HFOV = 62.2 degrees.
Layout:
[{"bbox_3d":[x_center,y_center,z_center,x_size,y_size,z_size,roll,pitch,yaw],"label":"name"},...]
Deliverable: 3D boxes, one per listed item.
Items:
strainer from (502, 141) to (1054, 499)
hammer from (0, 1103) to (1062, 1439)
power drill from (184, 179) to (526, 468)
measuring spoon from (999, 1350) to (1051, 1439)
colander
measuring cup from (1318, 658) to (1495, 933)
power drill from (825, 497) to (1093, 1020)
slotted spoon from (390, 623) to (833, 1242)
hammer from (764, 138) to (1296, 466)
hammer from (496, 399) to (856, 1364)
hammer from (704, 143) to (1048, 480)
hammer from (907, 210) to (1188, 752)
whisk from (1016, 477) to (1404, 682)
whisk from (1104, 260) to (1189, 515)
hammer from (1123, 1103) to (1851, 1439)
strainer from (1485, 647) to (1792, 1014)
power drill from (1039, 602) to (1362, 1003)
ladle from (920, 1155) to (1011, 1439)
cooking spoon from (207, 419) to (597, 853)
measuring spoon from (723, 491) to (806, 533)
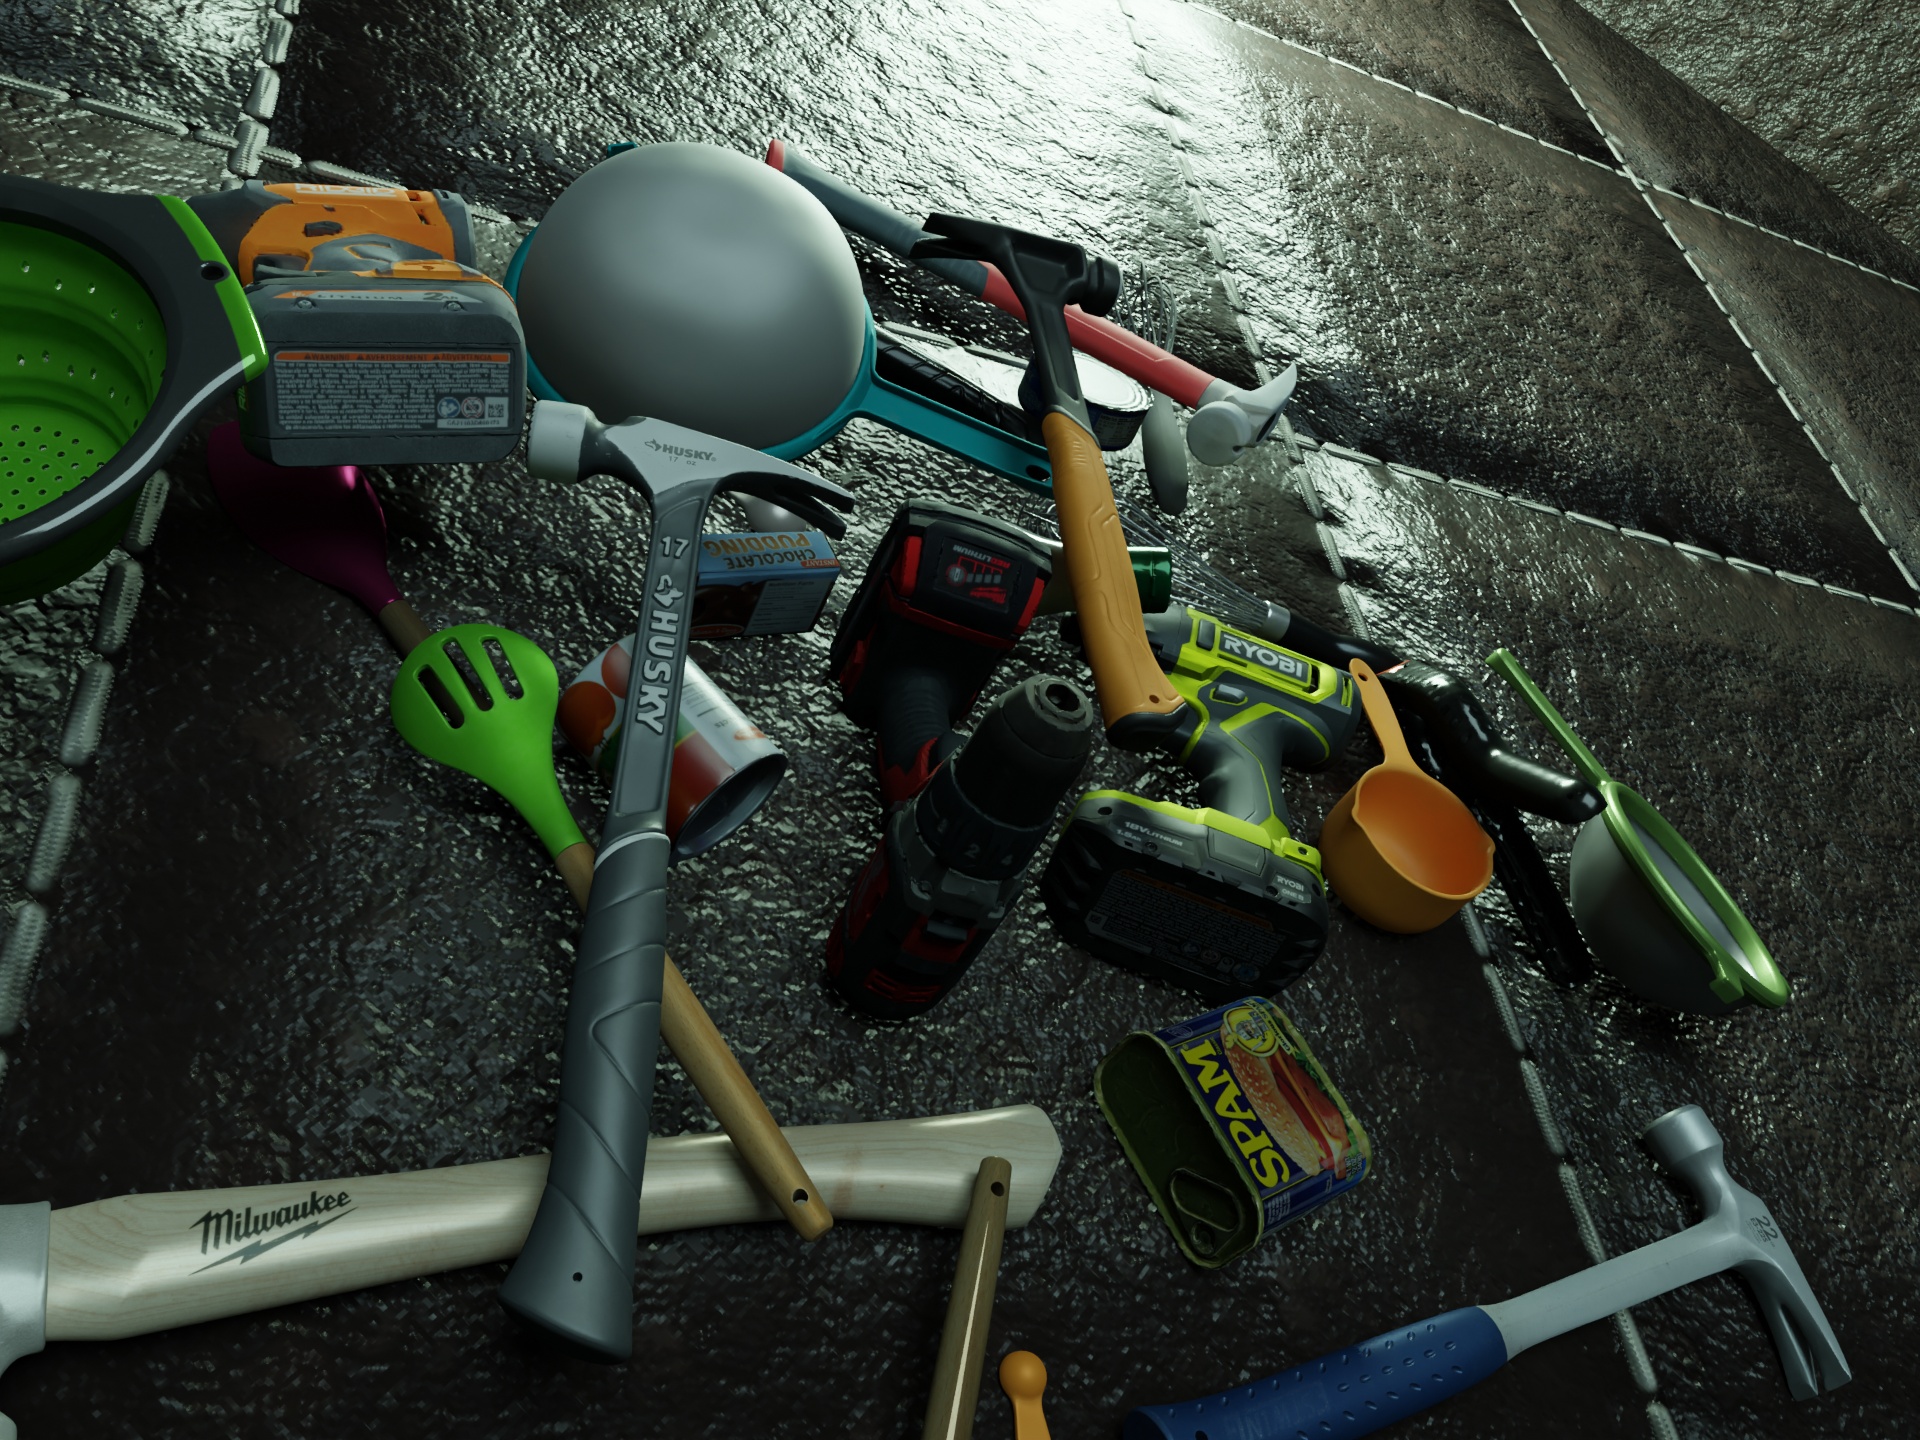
[{"bbox_3d":[-0.083,-0.218,0.869,0.340,0.095,0.211,24,58,-1],"label":"strainer"},{"bbox_3d":[-0.147,0.166,0.580,0.410,0.038,0.146,2,50,-29],"label":"hammer"},{"bbox_3d":[-0.300,-0.197,0.750,0.164,0.084,0.227,-6,34,-25],"label":"power drill"},{"bbox_3d":[0.033,0.292,0.589,0.021,0.011,0.117,8,48,-24],"label":"measuring spoon"},{"bbox_3d":[-0.462,-0.081,0.594,0.397,0.094,0.205,-25,66,-23],"label":"colander"},{"bbox_3d":[0.237,0.043,0.904,0.095,0.052,0.174,11,45,-21],"label":"measuring cup"},{"bbox_3d":[-0.001,-0.002,0.711,0.080,0.187,0.227,17,41,-17],"label":"power drill"},{"bbox_3d":[-0.140,0.072,0.634,0.070,0.031,0.314,-30,67,-20],"label":"slotted spoon"},{"bbox_3d":[0.037,-0.287,1.049,0.386,0.038,0.143,31,36,12],"label":"hammer"},{"bbox_3d":[-0.122,0.037,0.626,0.149,0.036,0.409,8,55,-12],"label":"hammer"},{"bbox_3d":[-0.075,-0.250,0.996,0.334,0.035,0.146,30,44,-3],"label":"hammer"},{"bbox_3d":[0.056,-0.133,0.835,0.127,0.034,0.337,7,55,-26],"label":"hammer"},{"bbox_3d":[0.161,-0.073,0.962,0.284,0.070,0.070,21,44,-18],"label":"whisk"},{"bbox_3d":[0.133,-0.231,1.093,0.055,0.055,0.239,13,50,-20],"label":"whisk"},{"bbox_3d":[0.246,0.277,0.709,0.405,0.035,0.144,-4,54,-33],"label":"hammer"},{"bbox_3d":[0.370,0.073,0.931,0.151,0.069,0.257,12,42,-52],"label":"strainer"},{"bbox_3d":[0.120,0.027,0.833,0.171,0.080,0.223,21,40,-2],"label":"power drill"},{"bbox_3d":[-0.010,0.286,0.517,0.078,0.062,0.320,25,48,-13],"label":"ladle"},{"bbox_3d":[-0.241,-0.032,0.715,0.069,0.017,0.319,-26,68,-41],"label":"cooking spoon"},{"bbox_3d":[-0.134,-0.143,0.877,0.124,0.018,0.034,39,44,7],"label":"measuring spoon"}]
